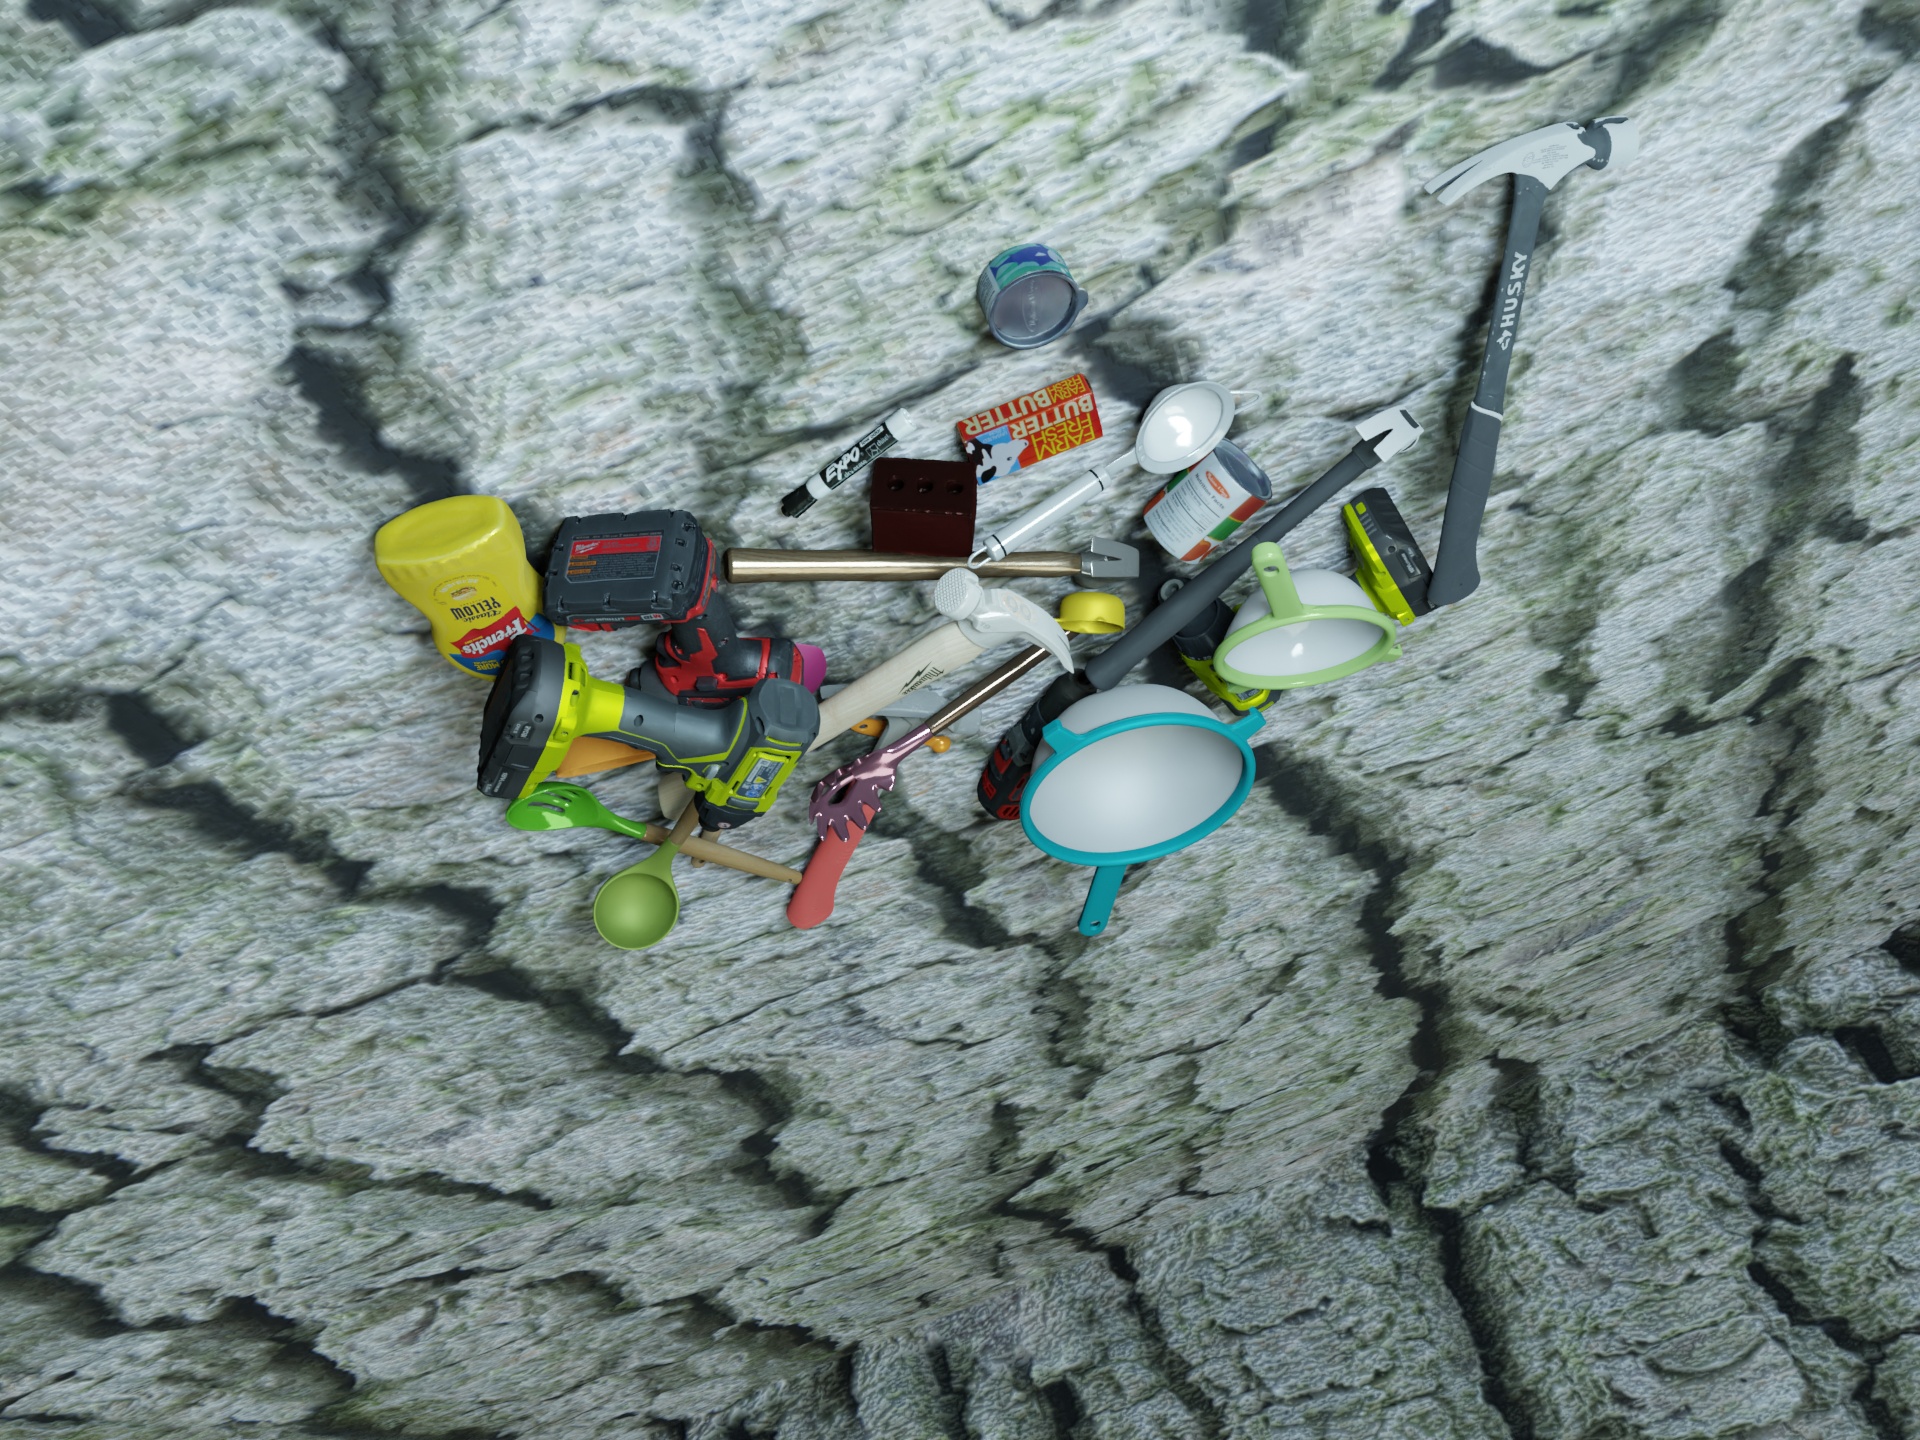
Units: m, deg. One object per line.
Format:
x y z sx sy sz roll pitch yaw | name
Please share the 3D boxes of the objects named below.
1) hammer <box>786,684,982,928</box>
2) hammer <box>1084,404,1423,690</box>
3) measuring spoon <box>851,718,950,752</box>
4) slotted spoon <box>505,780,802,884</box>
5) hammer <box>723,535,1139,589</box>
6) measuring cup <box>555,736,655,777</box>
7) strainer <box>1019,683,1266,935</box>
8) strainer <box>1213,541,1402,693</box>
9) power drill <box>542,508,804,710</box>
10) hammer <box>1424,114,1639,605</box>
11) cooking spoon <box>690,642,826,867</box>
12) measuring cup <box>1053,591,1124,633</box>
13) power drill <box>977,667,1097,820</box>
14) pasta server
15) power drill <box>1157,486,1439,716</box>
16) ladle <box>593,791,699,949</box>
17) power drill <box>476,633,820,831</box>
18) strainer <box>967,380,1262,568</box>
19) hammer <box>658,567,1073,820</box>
-0.111 0.091 1.516 0.149 0.037 0.359 5 140 -24 | hammer
0.233 -0.136 1.300 0.334 0.035 0.146 -40 175 20 | hammer
-0.055 0.015 1.468 0.116 0.011 0.021 14 133 -38 | measuring spoon
-0.271 0.108 1.455 0.313 0.031 0.070 22 129 -39 | slotted spoon
-0.018 -0.122 1.246 0.331 0.031 0.130 -2 180 -15 | hammer
-0.268 0.007 1.326 0.095 0.052 0.173 -16 178 31 | measuring cup
0.141 0.074 1.464 0.211 0.095 0.340 -4 142 -11 | strainer
0.264 -0.102 1.285 0.151 0.069 0.256 -12 156 17 | strainer
-0.219 -0.068 1.204 0.143 0.079 0.219 -2 155 16 | power drill
0.408 -0.256 1.234 0.149 0.036 0.408 -13 133 -10 | hammer
-0.192 0.038 1.425 0.068 0.017 0.318 6 139 -25 | cooking spoon
0.064 -0.099 1.351 0.156 0.029 0.062 8 172 -10 | measuring cup
0.146 0.027 1.532 0.226 0.080 0.187 5 138 -27 | power drill
-0.002 -0.004 1.380 0.316 0.040 0.060 -35 126 -5 | pasta server
0.298 -0.108 1.420 0.228 0.080 0.190 -29 140 17 | power drill
-0.237 0.098 1.377 0.078 0.062 0.320 20 134 -22 | ladle
-0.238 0.020 1.191 0.223 0.080 0.171 12 140 -25 | power drill
0.110 -0.190 1.201 0.258 0.050 0.086 -34 146 -7 | strainer
-0.099 0.000 1.330 0.410 0.038 0.146 -28 144 32 | hammer
